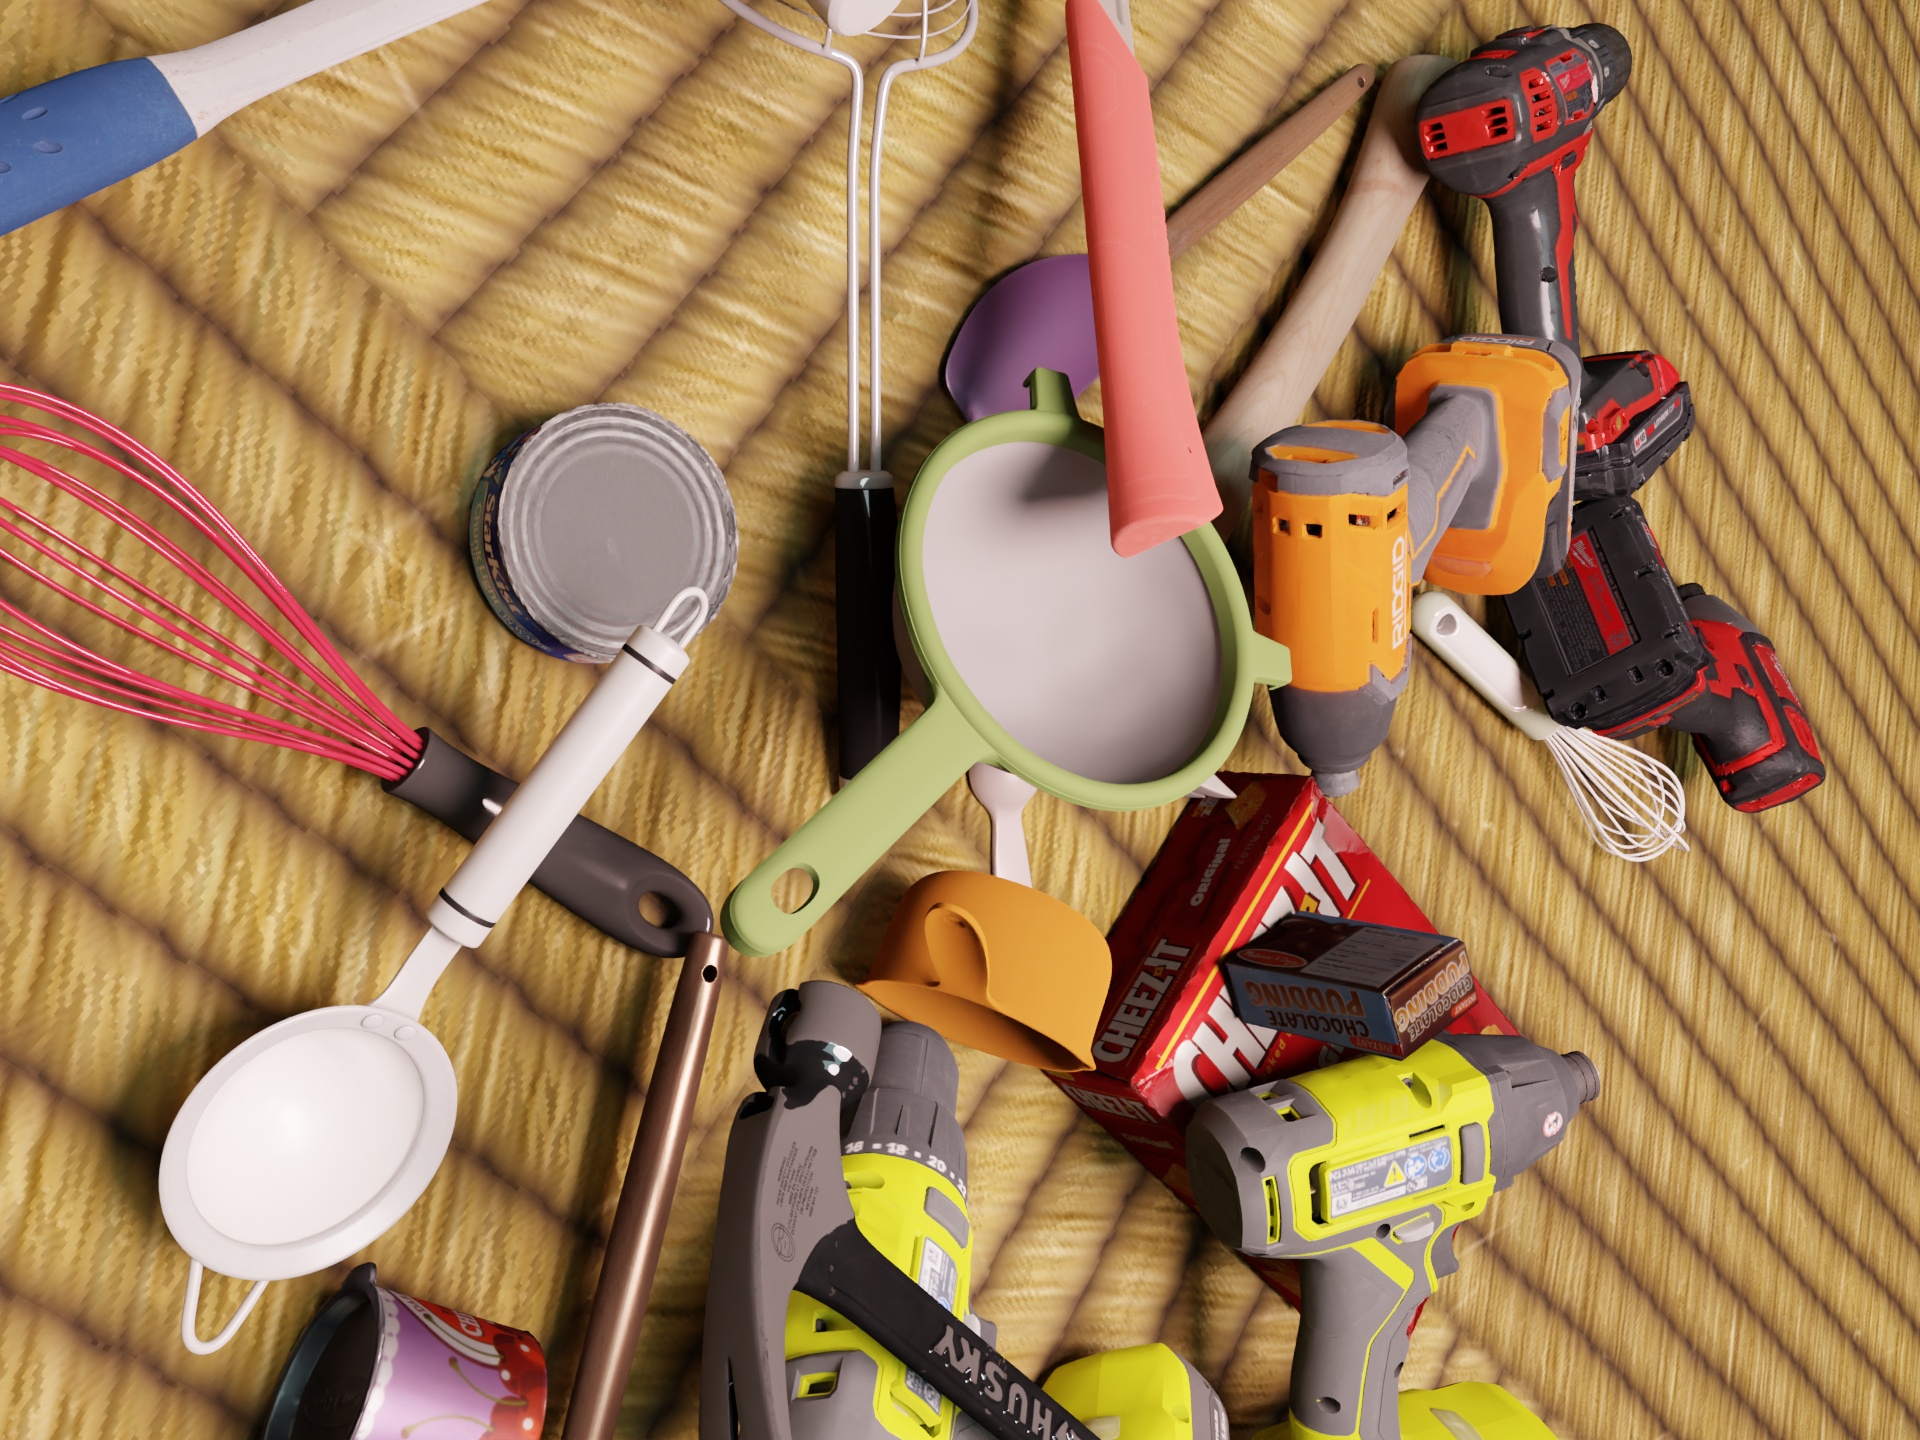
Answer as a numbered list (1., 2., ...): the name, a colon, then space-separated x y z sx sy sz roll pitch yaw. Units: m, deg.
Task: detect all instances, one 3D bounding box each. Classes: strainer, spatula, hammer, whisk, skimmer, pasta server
1. strainer: -0.001 -0.002 0.549 0.151 0.069 0.256 50 54 -5
2. spatula: 0.100 -0.224 0.714 0.316 0.018 0.059 -44 113 -28
3. hammer: -0.210 -0.179 0.437 0.405 0.035 0.144 -36 81 -23
4. whisk: -0.182 0.001 0.478 0.295 0.073 0.073 40 67 -36
5. skimmer: -0.050 -0.152 0.595 0.127 0.090 0.363 -7 104 -33
6. hammer: 0.052 -0.233 0.602 0.149 0.037 0.359 16 63 -42
7. pasta server: -0.124 0.225 0.524 0.060 0.040 0.316 20 77 -35
8. hammer: 0.058 0.261 0.516 0.408 0.036 0.149 49 31 -28
9. whisk: 0.320 0.005 0.859 0.246 0.059 0.058 36 96 -26
10. strainer: -0.154 0.065 0.474 0.258 0.050 0.086 -54 136 -4
11. hammer: 0.158 -0.158 0.745 0.146 0.038 0.411 45 64 -29

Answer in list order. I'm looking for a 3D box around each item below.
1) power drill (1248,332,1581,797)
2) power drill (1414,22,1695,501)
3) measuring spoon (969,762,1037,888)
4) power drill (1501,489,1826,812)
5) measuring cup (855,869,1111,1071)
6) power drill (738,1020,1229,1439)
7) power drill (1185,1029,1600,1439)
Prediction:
1. power drill: 0.204 -0.075 0.721 0.226 0.084 0.164 -35 128 -43
2. power drill: 0.313 -0.242 0.819 0.188 0.080 0.226 -36 116 -41
3. measuring spoon: 0.026 0.065 0.653 0.034 0.018 0.124 -8 95 -37
4. power drill: 0.392 -0.038 0.878 0.219 0.078 0.143 19 50 -40
5. measuring cup: 0.010 0.075 0.562 0.173 0.095 0.052 81 28 -64
6. power drill: 0.014 0.238 0.579 0.228 0.080 0.191 52 27 -28
7. power drill: 0.185 0.239 0.646 0.171 0.080 0.223 -11 106 -16
